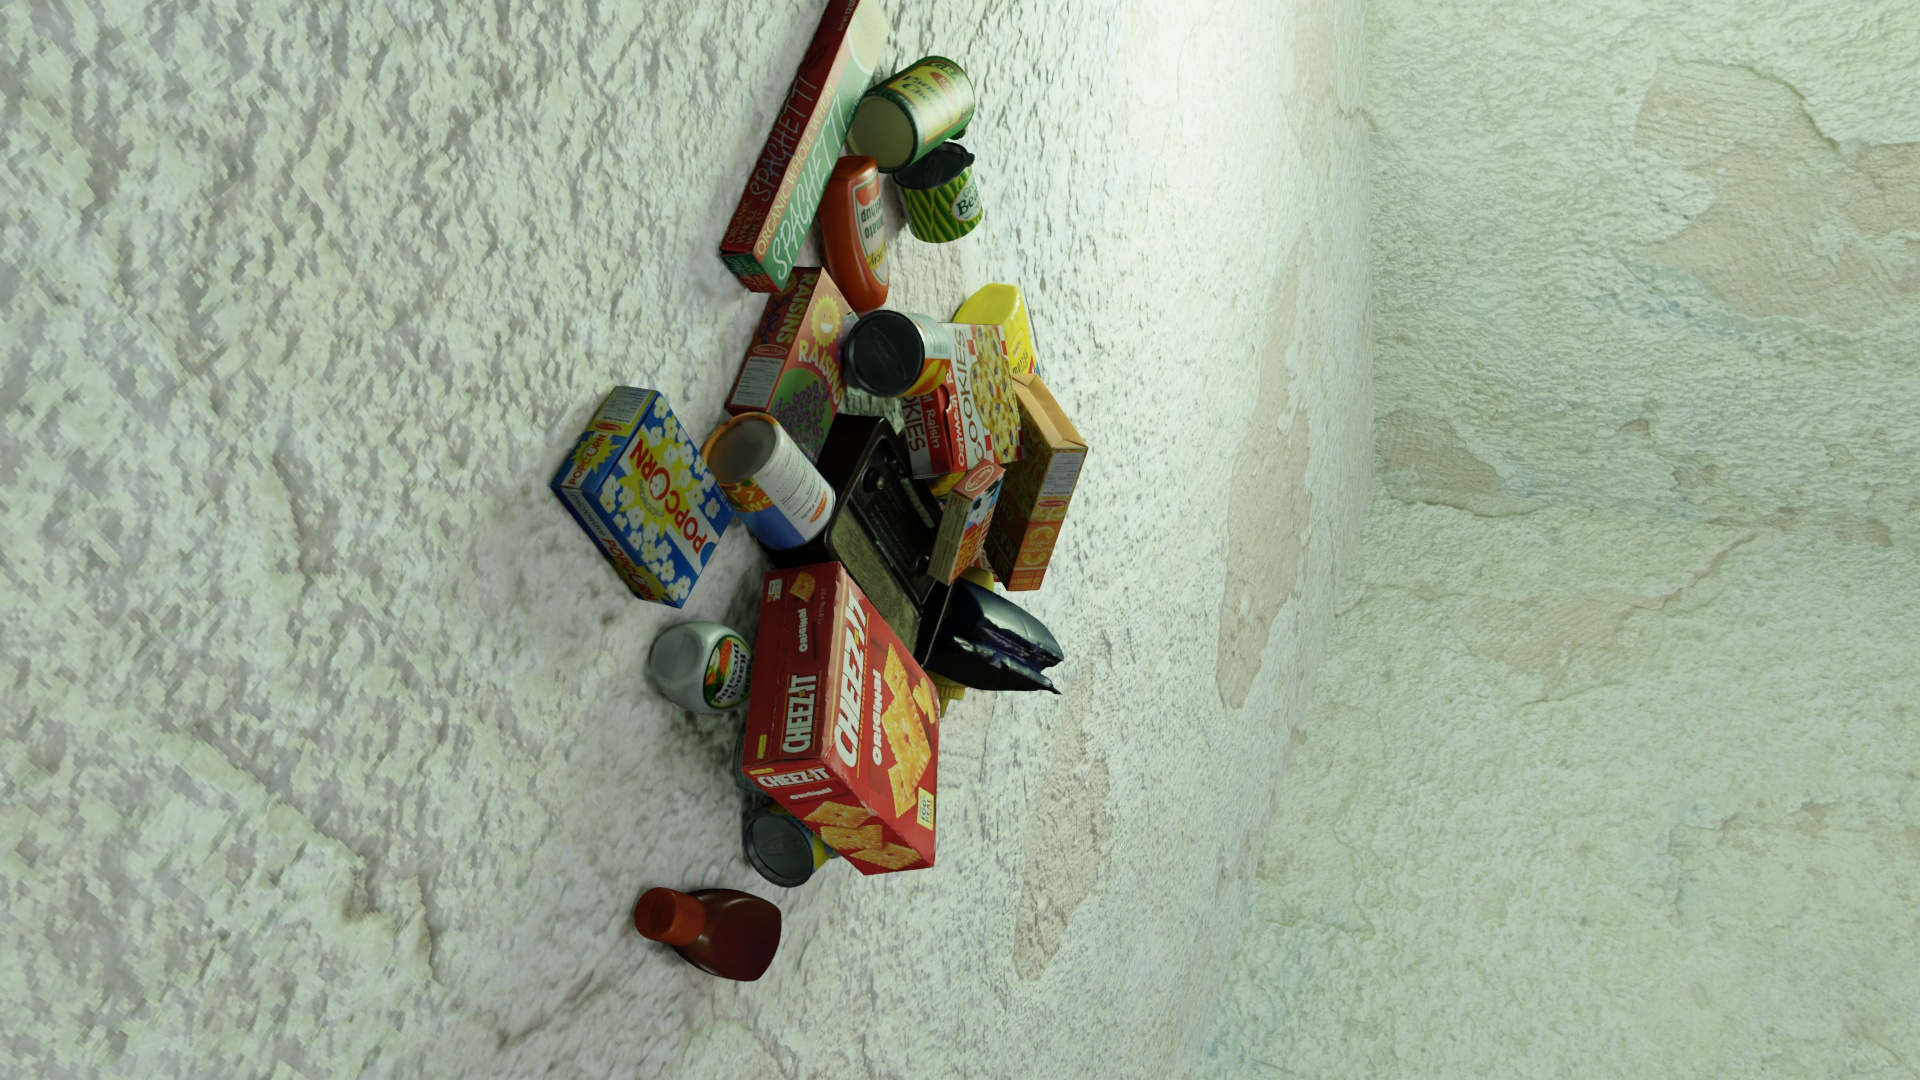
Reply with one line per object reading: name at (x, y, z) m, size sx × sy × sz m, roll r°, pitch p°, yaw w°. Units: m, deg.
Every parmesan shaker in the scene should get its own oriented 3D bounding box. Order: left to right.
parmesan shaker at (-0.038, -0.336, 1.104) m, size 0.103 × 0.071 × 0.071 m, roll -51°, pitch 142°, yaw -48°

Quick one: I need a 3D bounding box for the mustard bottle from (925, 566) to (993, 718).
mustard bottle at (-0.007, 0.103, 1.346) m, size 0.065 × 0.049 × 0.160 m, roll 16°, pitch 83°, yaw -62°

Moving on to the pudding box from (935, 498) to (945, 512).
pudding box at (-0.015, -0.022, 1.309) m, size 0.084 × 0.030 × 0.049 m, roll -23°, pitch 118°, yaw -62°

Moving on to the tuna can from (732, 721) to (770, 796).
tuna can at (-0.146, 0.166, 1.089) m, size 0.071 × 0.033 × 0.070 m, roll -34°, pitch 129°, yaw -58°

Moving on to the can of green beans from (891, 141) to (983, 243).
can of green beans at (-0.018, -0.292, 1.165) m, size 0.071 × 0.071 × 0.057 m, roll -63°, pitch 150°, yaw -33°

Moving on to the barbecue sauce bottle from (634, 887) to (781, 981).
barbecue sauce bottle at (-0.186, 0.288, 1.032) m, size 0.148 × 0.043 × 0.065 m, roll 48°, pitch 56°, yaw -59°

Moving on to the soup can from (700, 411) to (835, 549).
soup can at (-0.140, -0.042, 0.991) m, size 0.083 × 0.071 × 0.071 m, roll 54°, pitch 50°, yaw -51°

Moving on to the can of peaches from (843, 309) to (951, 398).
can of peaches at (-0.049, -0.141, 1.063) m, size 0.058 × 0.071 × 0.071 m, roll -17°, pitch 114°, yaw -67°

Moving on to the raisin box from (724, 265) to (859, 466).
raisin box at (-0.120, -0.130, 1.036) m, size 0.086 × 0.040 × 0.124 m, roll 52°, pitch 51°, yaw -57°

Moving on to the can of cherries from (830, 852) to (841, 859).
can of cherries at (-0.103, 0.222, 1.162) m, size 0.058 × 0.071 × 0.071 m, roll -28°, pitch 123°, yaw -59°

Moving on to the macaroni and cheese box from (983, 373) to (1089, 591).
macaroni and cheese box at (0.057, -0.054, 1.300) m, size 0.040 × 0.124 × 0.165 m, roll -1°, pitch 129°, yaw -24°

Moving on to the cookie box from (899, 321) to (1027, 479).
cookie box at (0.001, -0.120, 1.169) m, size 0.168 × 0.040 × 0.123 m, roll -17°, pitch 97°, yaw -66°

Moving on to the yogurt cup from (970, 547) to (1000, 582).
yogurt cup at (0.047, 0.013, 1.425) m, size 0.072 × 0.054 × 0.072 m, roll 9°, pitch 91°, yaw -66°

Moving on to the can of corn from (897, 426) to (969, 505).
can of corn at (-0.022, -0.068, 1.232) m, size 0.058 × 0.071 × 0.071 m, roll 12°, pitch 87°, yaw -64°

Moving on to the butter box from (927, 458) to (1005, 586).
butter box at (0.004, -0.014, 1.137) m, size 0.053 × 0.024 × 0.103 m, roll -44°, pitch 159°, yaw -42°

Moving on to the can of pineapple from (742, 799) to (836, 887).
can of pineapple at (-0.130, 0.231, 1.105) m, size 0.058 × 0.071 × 0.070 m, roll -36°, pitch 130°, yaw -58°

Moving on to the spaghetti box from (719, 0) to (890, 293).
spaghetti box at (-0.110, -0.295, 1.012) m, size 0.050 × 0.029 × 0.251 m, roll 52°, pitch 51°, yaw -57°

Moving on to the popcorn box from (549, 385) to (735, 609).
popcorn box at (-0.202, -0.027, 0.897) m, size 0.126 × 0.038 × 0.085 m, roll 66°, pitch 39°, yaw -49°

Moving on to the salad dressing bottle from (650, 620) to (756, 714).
salad dressing bottle at (-0.167, 0.099, 1.008) m, size 0.147 × 0.044 × 0.064 m, roll 38°, pitch 63°, yaw -63°

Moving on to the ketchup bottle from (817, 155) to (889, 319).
ketchup bottle at (-0.081, -0.220, 1.084) m, size 0.065 × 0.043 × 0.148 m, roll -58°, pitch 148°, yaw -52°
